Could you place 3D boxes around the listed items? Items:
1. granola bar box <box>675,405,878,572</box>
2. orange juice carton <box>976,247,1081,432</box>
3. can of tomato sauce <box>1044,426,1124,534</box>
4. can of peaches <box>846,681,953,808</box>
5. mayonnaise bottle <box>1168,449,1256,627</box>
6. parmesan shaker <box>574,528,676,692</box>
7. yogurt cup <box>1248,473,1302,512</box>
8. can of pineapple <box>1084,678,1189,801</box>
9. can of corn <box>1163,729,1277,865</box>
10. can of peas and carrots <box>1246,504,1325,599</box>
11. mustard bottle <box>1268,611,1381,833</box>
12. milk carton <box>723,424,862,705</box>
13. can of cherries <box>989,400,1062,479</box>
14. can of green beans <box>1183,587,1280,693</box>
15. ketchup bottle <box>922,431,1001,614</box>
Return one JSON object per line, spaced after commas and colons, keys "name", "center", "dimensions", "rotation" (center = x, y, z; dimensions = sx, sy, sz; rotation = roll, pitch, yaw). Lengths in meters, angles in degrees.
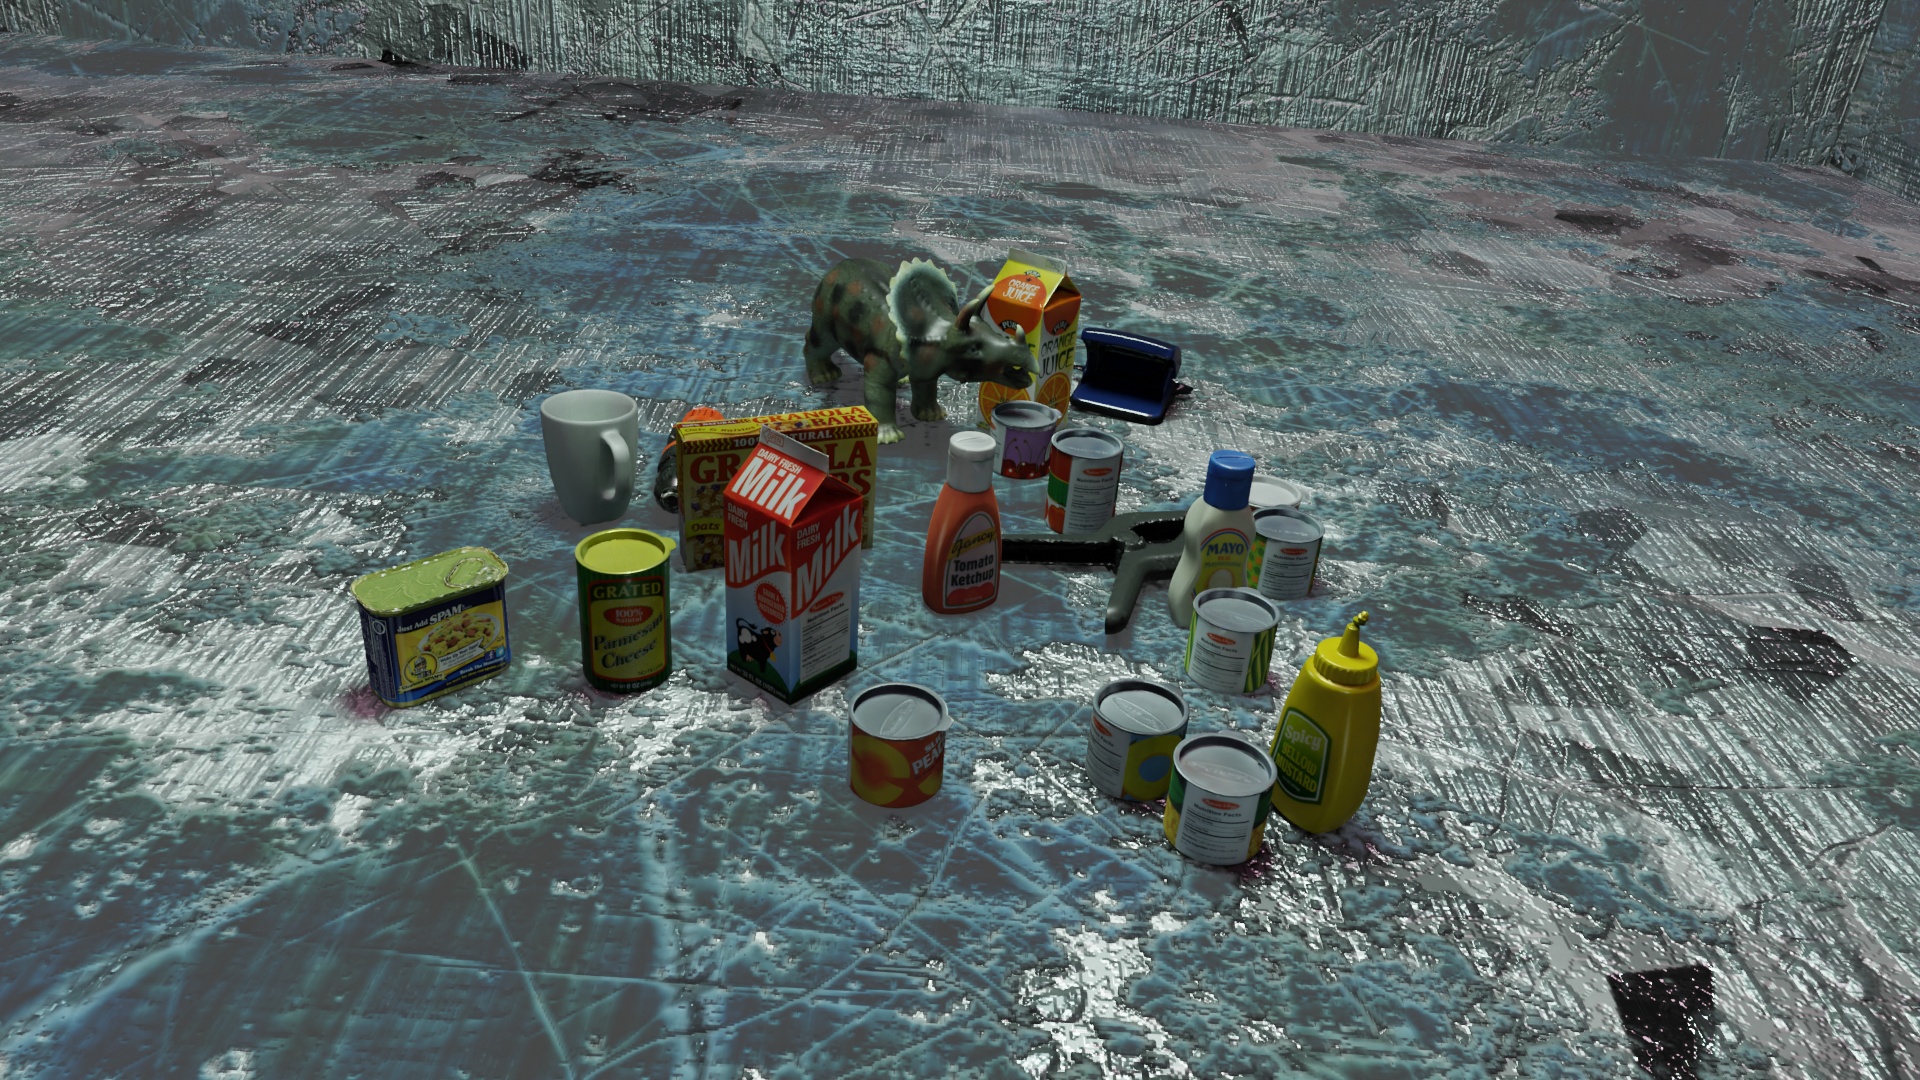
{"name": "granola bar box", "center": [-0.156, -0.045, 1.181], "dimensions": [0.166, 0.123, 0.039], "rotation": [-7, 30, -21]}
{"name": "orange juice carton", "center": [0.071, -0.203, 1.437], "dimensions": [0.072, 0.191, 0.073], "rotation": [23, 33, 31]}
{"name": "can of tomato sauce", "center": [0.113, -0.054, 1.280], "dimensions": [0.071, 0.082, 0.071], "rotation": [4, 28, -2]}
{"name": "can of peaches", "center": [-0.041, 0.137, 0.928], "dimensions": [0.071, 0.057, 0.071], "rotation": [4, 28, -2]}
{"name": "mayonnaise bottle", "center": [0.209, 0.001, 1.124], "dimensions": [0.065, 0.147, 0.041], "rotation": [0, 28, -9]}
{"name": "parmesan shaker", "center": [-0.241, 0.051, 1.012], "dimensions": [0.071, 0.102, 0.071], "rotation": [4, 28, -2]}
{"name": "yogurt cup", "center": [0.276, -0.024, 1.279], "dimensions": [0.072, 0.053, 0.073], "rotation": [4, 28, -2]}
{"name": "can of pineapple", "center": [0.122, 0.136, 0.954], "dimensions": [0.071, 0.057, 0.071], "rotation": [4, 28, -2]}
{"name": "can of corn", "center": [0.169, 0.166, 0.904], "dimensions": [0.071, 0.058, 0.071], "rotation": [4, 28, -2]}
{"name": "can of peas and carrots", "center": [0.279, 0.010, 1.212], "dimensions": [0.071, 0.058, 0.071], "rotation": [4, 28, -2]}
{"name": "mustard bottle", "center": [0.241, 0.114, 0.906], "dimensions": [0.049, 0.159, 0.065], "rotation": [-15, 33, -32]}
{"name": "milk carton", "center": [-0.121, 0.014, 1.006], "dimensions": [0.072, 0.189, 0.074], "rotation": [25, 34, 34]}
{"name": "can of cherries", "center": [0.064, -0.100, 1.385], "dimensions": [0.071, 0.058, 0.072], "rotation": [4, 28, -2]}
{"name": "can of green beans", "center": [0.210, 0.077, 1.077], "dimensions": [0.071, 0.057, 0.071], "rotation": [4, 28, -2]}
{"name": "ketchup bottle", "center": [0.004, -0.014, 1.121], "dimensions": [0.065, 0.148, 0.043], "rotation": [-11, 31, -26]}
